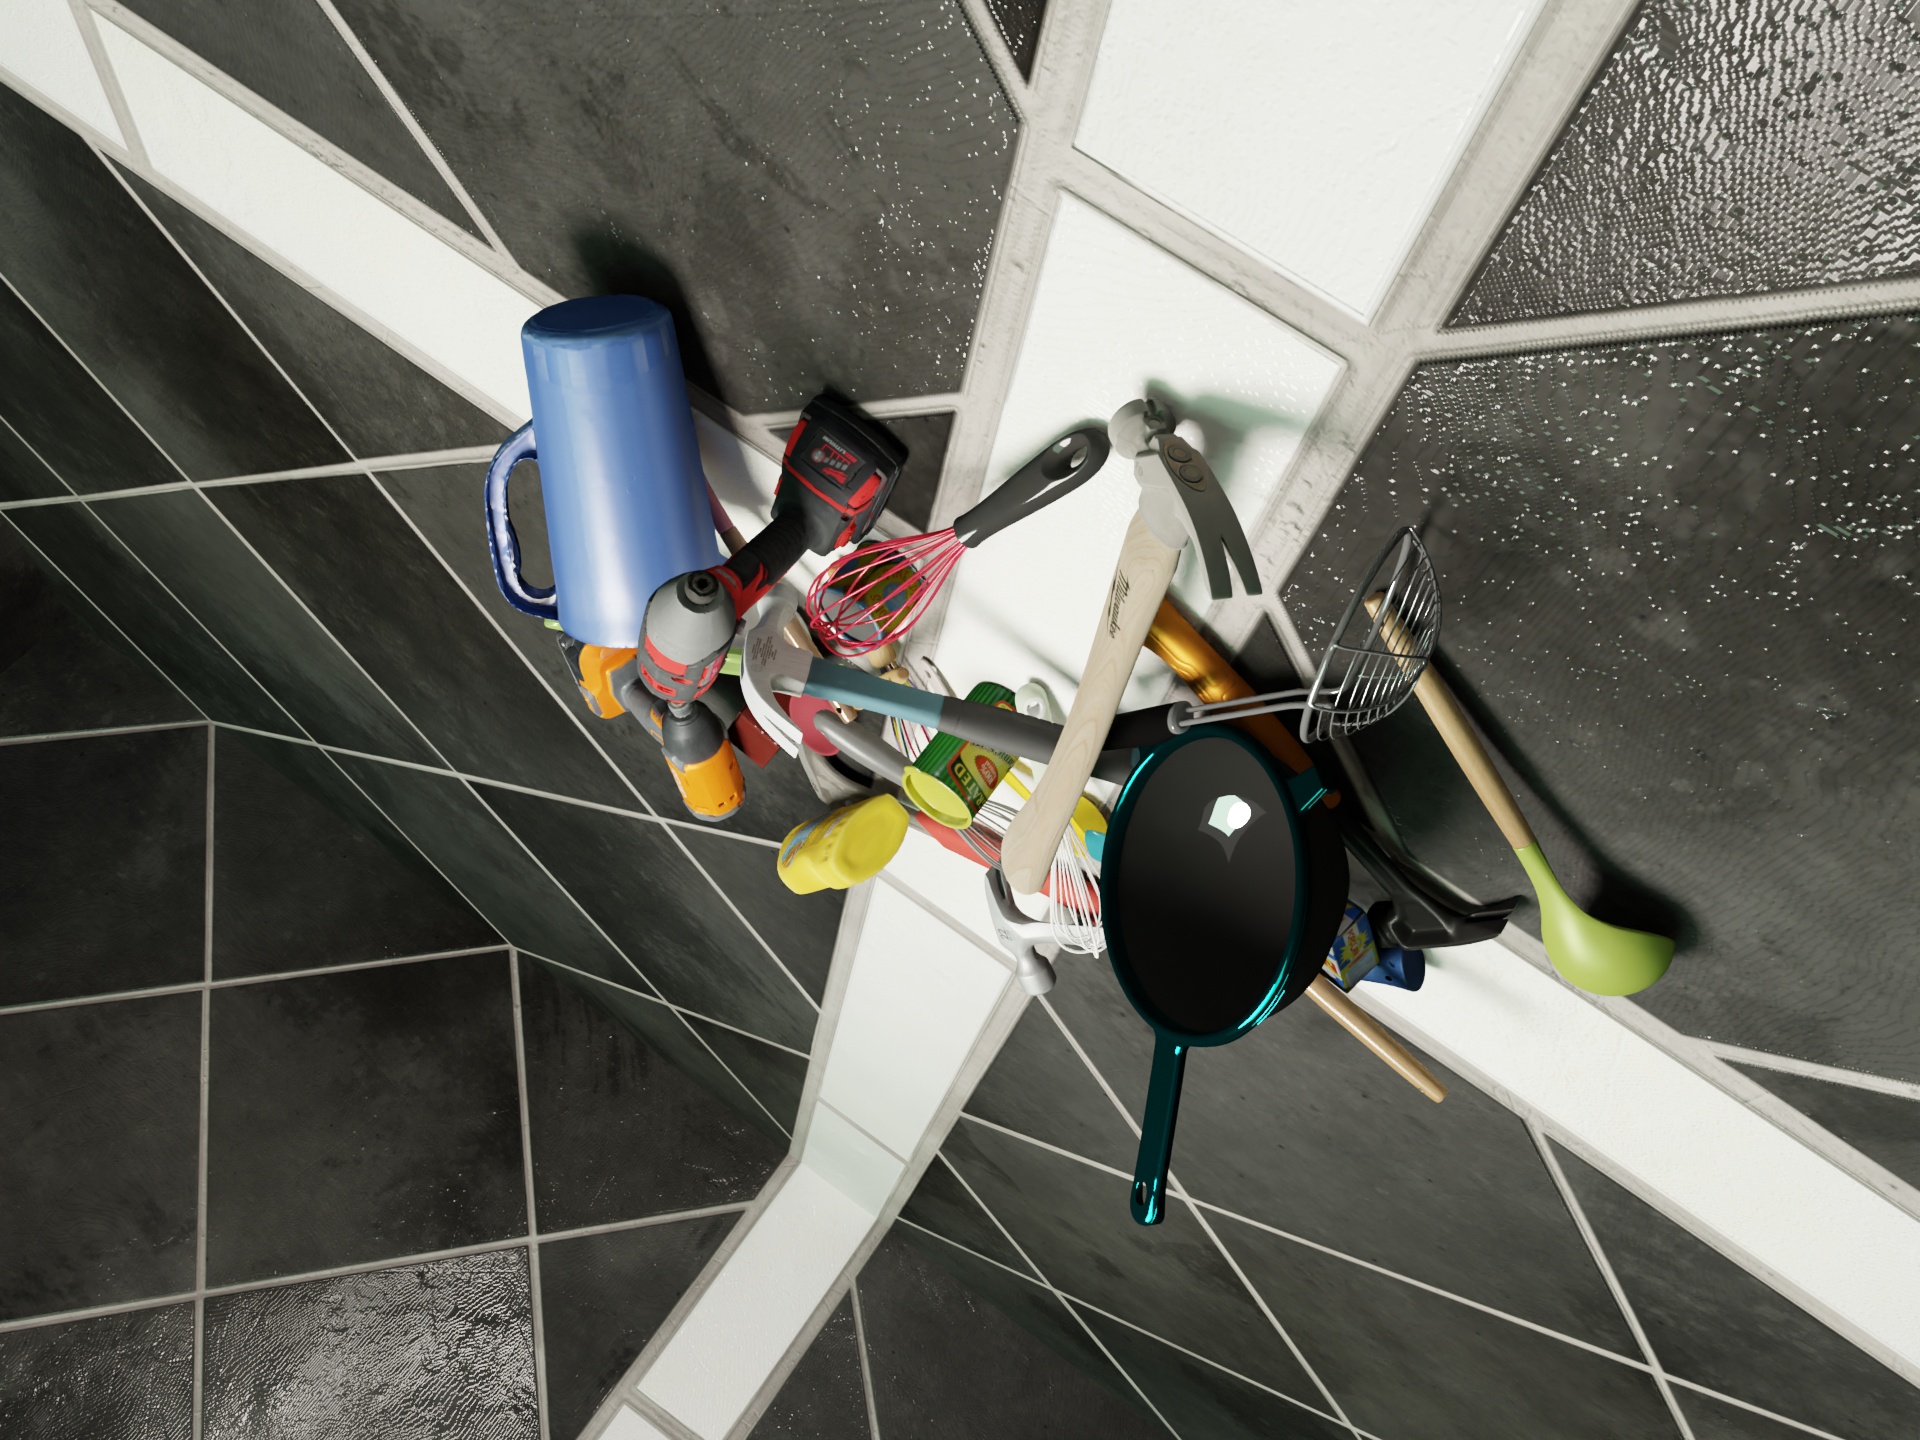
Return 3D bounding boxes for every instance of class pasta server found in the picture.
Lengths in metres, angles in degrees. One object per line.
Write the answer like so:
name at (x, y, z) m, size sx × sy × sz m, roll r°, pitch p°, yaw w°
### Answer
pasta server at (-0.178, -0.127, 1.282) m, size 0.060 × 0.040 × 0.316 m, roll -24°, pitch 104°, yaw 40°

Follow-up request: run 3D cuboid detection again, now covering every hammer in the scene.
hammer at (-0.002, -0.004, 1.175) m, size 0.331 × 0.128 × 0.033 m, roll 16°, pitch 145°, yaw -6°
hammer at (0.090, -0.003, 1.027) m, size 0.410 × 0.038 × 0.146 m, roll 107°, pitch 149°, yaw -49°
hammer at (0.185, 0.181, 1.315) m, size 0.405 × 0.035 × 0.144 m, roll -2°, pitch 122°, yaw 42°
hammer at (0.002, 0.107, 1.482) m, size 0.359 × 0.037 × 0.149 m, roll 22°, pitch 149°, yaw 30°
hammer at (0.233, 0.035, 1.084) m, size 0.336 × 0.034 × 0.127 m, roll 45°, pitch 153°, yaw -12°

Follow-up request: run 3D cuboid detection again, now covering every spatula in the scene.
spatula at (0.225, 0.177, 1.183) m, size 0.318 × 0.044 × 0.082 m, roll 41°, pitch 169°, yaw 20°

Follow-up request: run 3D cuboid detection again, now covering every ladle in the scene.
ladle at (0.339, 0.046, 0.977) m, size 0.320 × 0.062 × 0.078 m, roll 54°, pitch 151°, yaw -15°
ladle at (-0.093, -0.016, 1.355) m, size 0.069 × 0.031 × 0.315 m, roll 59°, pitch 161°, yaw -3°

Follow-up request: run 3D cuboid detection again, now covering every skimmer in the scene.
skimmer at (0.153, -0.029, 0.972) m, size 0.090 × 0.127 × 0.363 m, roll 43°, pitch 155°, yaw -18°

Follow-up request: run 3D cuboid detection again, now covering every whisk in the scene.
whisk at (-0.059, -0.033, 1.335) m, size 0.047 × 0.051 × 0.244 m, roll 19°, pitch 144°, yaw 44°
whisk at (-0.009, -0.118, 1.063) m, size 0.073 × 0.073 × 0.296 m, roll 47°, pitch 134°, yaw -15°
whisk at (-0.023, 0.061, 1.342) m, size 0.239 × 0.055 × 0.055 m, roll 33°, pitch 154°, yaw -5°
whisk at (0.081, 0.083, 1.274) m, size 0.059 × 0.058 × 0.246 m, roll -110°, pitch 5°, yaw -69°

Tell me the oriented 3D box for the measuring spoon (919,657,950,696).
measuring spoon at (-0.011, 0.000, 1.340) m, size 0.034 × 0.018 × 0.124 m, roll 23°, pitch 146°, yaw 53°

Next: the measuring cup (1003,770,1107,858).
measuring cup at (0.063, 0.053, 1.345) m, size 0.157 × 0.029 × 0.062 m, roll 43°, pitch 157°, yaw 17°

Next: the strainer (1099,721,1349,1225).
strainer at (0.180, 0.173, 1.065) m, size 0.095 × 0.340 × 0.211 m, roll 5°, pitch -173°, yaw -30°

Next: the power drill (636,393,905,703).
power drill at (-0.138, -0.117, 1.103) m, size 0.078 × 0.220 × 0.143 m, roll 38°, pitch 153°, yaw 1°

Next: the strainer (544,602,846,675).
strainer at (-0.228, -0.084, 1.338) m, size 0.256 × 0.069 × 0.151 m, roll 12°, pitch 174°, yaw -41°

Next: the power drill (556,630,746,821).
power drill at (-0.300, -0.019, 1.552) m, size 0.227 × 0.084 × 0.164 m, roll 43°, pitch 158°, yaw 30°
